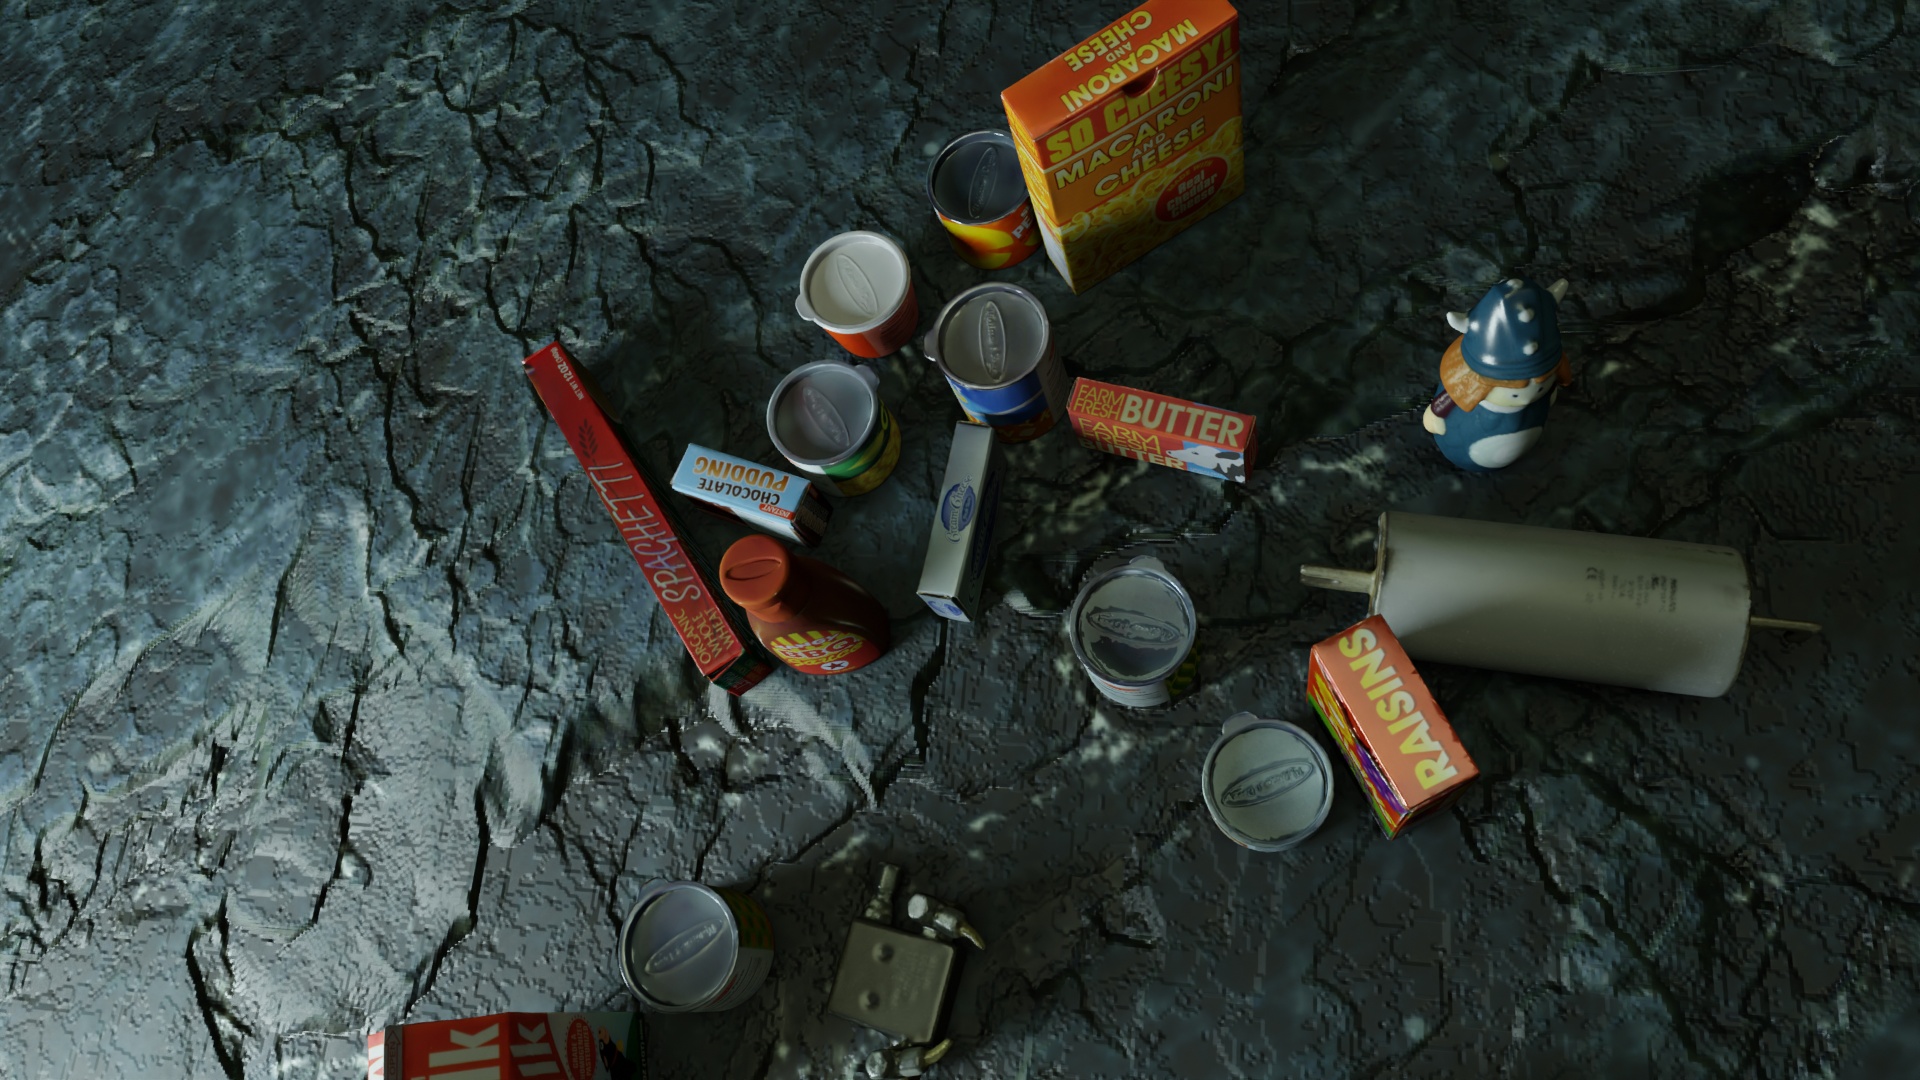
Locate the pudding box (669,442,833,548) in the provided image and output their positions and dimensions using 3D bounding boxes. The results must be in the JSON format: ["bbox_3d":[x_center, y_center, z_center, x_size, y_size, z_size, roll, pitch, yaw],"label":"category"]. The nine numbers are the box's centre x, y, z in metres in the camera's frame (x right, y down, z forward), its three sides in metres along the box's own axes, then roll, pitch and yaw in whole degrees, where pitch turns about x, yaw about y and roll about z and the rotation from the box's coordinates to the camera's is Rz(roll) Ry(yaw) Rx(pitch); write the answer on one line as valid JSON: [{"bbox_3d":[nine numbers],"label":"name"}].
[{"bbox_3d":[-0.123,-0.026,0.823,0.084,0.049,0.030,17,77,17],"label":"pudding box"}]

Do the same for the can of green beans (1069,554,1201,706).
[{"bbox_3d":[0.095,0.052,0.745,0.071,0.057,0.071,-4,71,11],"label":"can of green beans"}]

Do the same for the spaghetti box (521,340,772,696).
[{"bbox_3d":[-0.190,-0.016,0.834,0.029,0.050,0.250,-35,68,0],"label":"spaghetti box"}]

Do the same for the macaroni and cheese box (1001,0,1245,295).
[{"bbox_3d":[0.098,-0.220,0.778,0.124,0.166,0.040,-32,68,1],"label":"macaroni and cheese box"}]

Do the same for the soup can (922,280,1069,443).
[{"bbox_3d":[0.022,-0.100,0.798,0.071,0.083,0.071,-4,71,11],"label":"soup can"}]

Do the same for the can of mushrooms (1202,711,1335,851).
[{"bbox_3d":[0.158,0.125,0.720,0.071,0.033,0.071,-4,71,11],"label":"can of mushrooms"}]

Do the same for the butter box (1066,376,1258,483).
[{"bbox_3d":[0.114,-0.062,0.782,0.103,0.053,0.024,15,76,17],"label":"butter box"}]

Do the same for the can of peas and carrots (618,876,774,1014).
[{"bbox_3d":[-0.141,0.215,0.741,0.071,0.058,0.071,-4,71,11],"label":"can of peas and carrots"}]

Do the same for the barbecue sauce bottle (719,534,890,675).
[{"bbox_3d":[-0.085,0.035,0.741,0.065,0.148,0.044,-12,70,8],"label":"barbecue sauce bottle"}]

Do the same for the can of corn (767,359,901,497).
[{"bbox_3d":[-0.071,-0.067,0.821,0.071,0.058,0.071,-4,71,11],"label":"can of corn"}]

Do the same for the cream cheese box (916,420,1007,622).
[{"bbox_3d":[0.003,-0.010,0.788,0.024,0.053,0.104,8,74,15],"label":"cream cheese box"}]

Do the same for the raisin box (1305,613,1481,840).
[{"bbox_3d":[0.205,0.093,0.672,0.040,0.123,0.086,-27,68,3],"label":"raisin box"}]

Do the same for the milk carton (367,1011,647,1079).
[{"bbox_3d":[-0.223,0.269,0.669,0.073,0.190,0.072,-12,70,8],"label":"milk carton"}]

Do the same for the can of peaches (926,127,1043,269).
[{"bbox_3d":[0.020,-0.207,0.849,0.071,0.058,0.071,-4,71,11],"label":"can of peaches"}]

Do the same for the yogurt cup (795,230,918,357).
[{"bbox_3d":[-0.058,-0.147,0.848,0.072,0.054,0.072,-4,71,11],"label":"yogurt cup"}]
